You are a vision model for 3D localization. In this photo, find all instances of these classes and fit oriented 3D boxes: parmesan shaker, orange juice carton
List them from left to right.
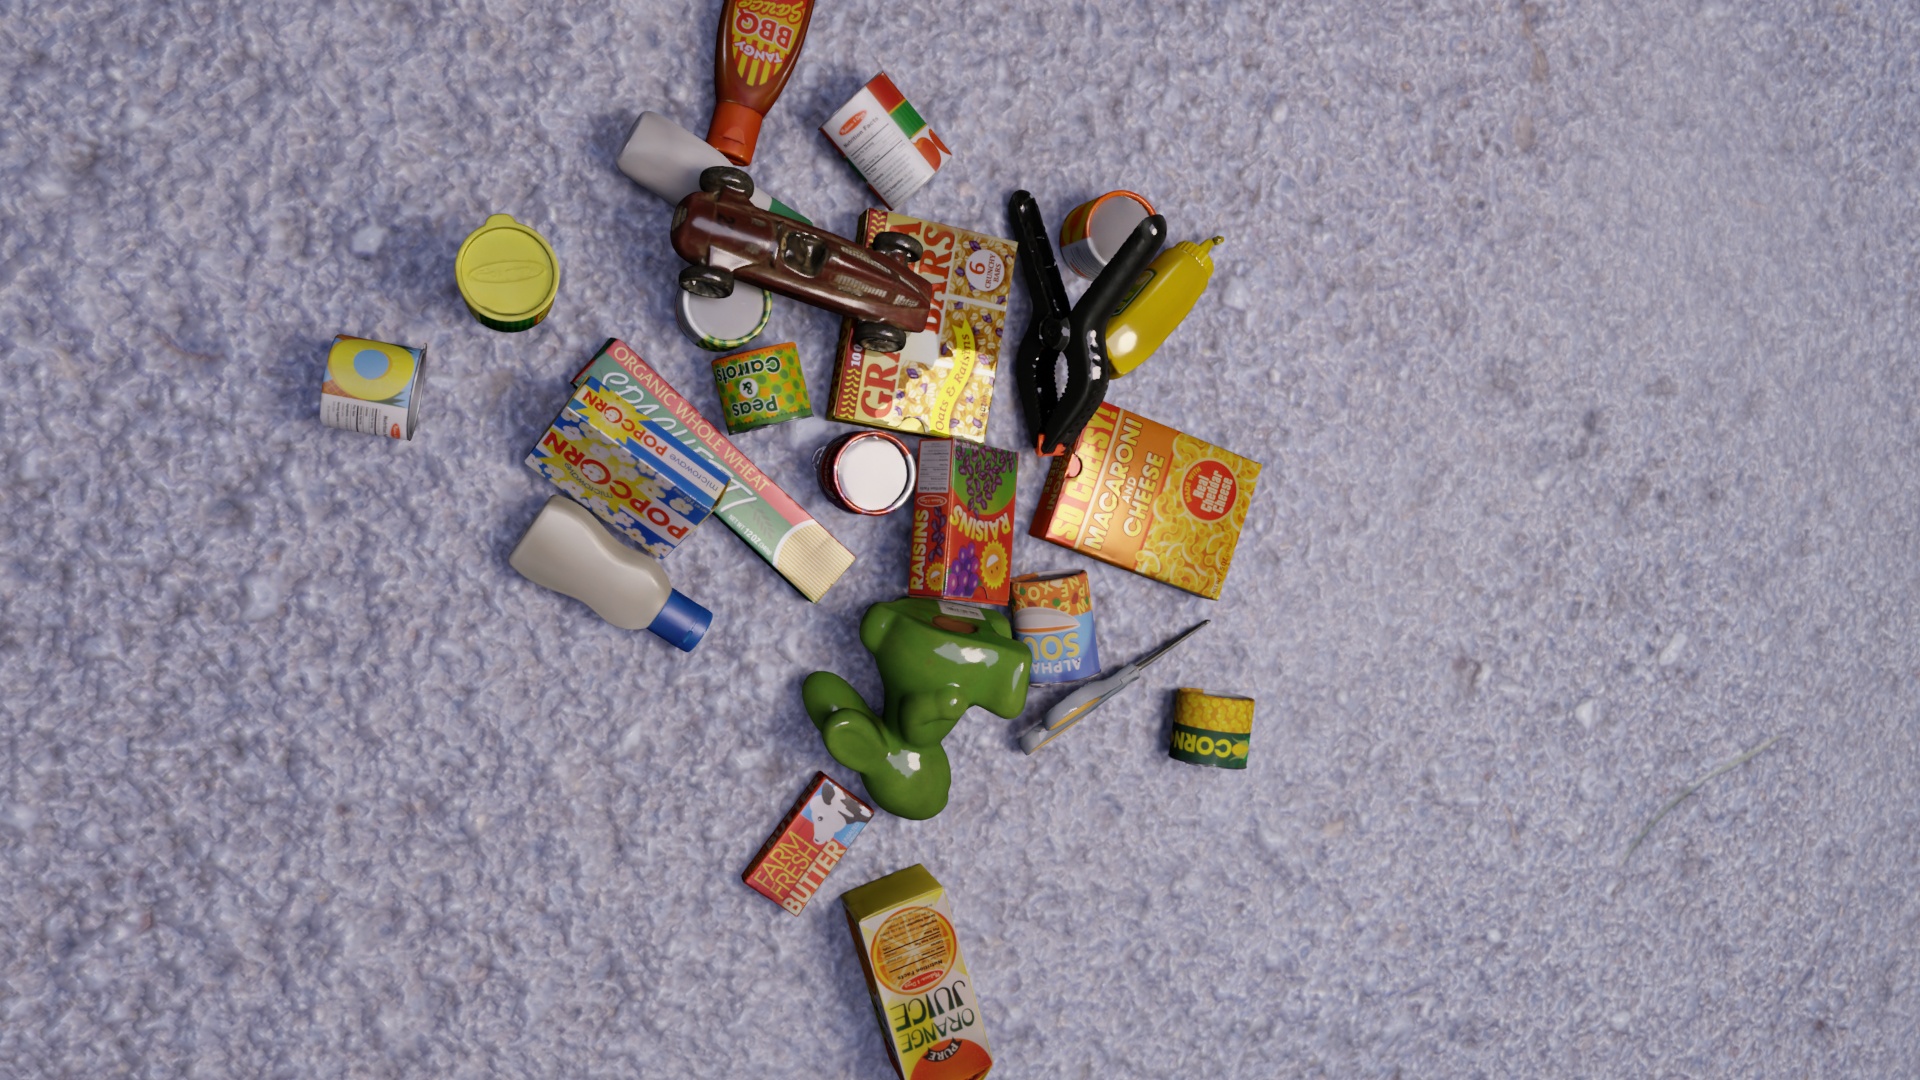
[{"bbox_3d":[-0.315,-0.184,0.969,0.071,0.103,0.071,-1,94,-17],"label":"parmesan shaker"},{"bbox_3d":[-0.029,0.365,1.099,0.073,0.072,0.192,-18,97,-15],"label":"orange juice carton"}]

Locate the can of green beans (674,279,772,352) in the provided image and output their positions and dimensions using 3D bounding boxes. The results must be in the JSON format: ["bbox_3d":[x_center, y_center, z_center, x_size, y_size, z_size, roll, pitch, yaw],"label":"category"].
[{"bbox_3d":[-0.177,-0.176,1.035,0.071,0.058,0.071,-1,93,-17],"label":"can of green beans"}]

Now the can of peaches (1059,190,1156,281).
[{"bbox_3d":[0.122,-0.248,1.124,0.071,0.058,0.071,-1,93,-17],"label":"can of peaches"}]

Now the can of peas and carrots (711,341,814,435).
[{"bbox_3d":[-0.149,-0.113,1.040,0.071,0.071,0.058,-15,97,-16],"label":"can of peas and carrots"}]

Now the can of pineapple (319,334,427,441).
[{"bbox_3d":[-0.407,-0.108,0.965,0.058,0.071,0.071,10,90,-17],"label":"can of pineapple"}]

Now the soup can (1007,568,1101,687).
[{"bbox_3d":[0.074,0.070,1.118,0.071,0.071,0.083,-10,95,-16],"label":"soup can"}]

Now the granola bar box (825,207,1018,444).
[{"bbox_3d":[-0.030,-0.166,1.091,0.124,0.039,0.165,9,90,-17],"label":"granola bar box"}]

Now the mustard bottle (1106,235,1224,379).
[{"bbox_3d":[0.162,-0.200,1.138,0.161,0.065,0.048,-47,110,-16],"label":"mustard bottle"}]

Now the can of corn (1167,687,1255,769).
[{"bbox_3d":[0.210,0.157,1.164,0.071,0.071,0.058,8,90,-17],"label":"can of corn"}]

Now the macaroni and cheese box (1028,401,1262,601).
[{"bbox_3d":[0.155,-0.034,1.153,0.166,0.040,0.123,20,86,-17],"label":"macaroni and cheese box"}]

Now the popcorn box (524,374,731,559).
[{"bbox_3d":[-0.241,-0.051,1.006,0.126,0.085,0.038,38,47,-15],"label":"popcorn box"}]

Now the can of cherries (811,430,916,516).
[{"bbox_3d":[-0.076,-0.052,1.072,0.071,0.058,0.071,-1,93,-17],"label":"can of cherries"}]

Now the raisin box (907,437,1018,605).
[{"bbox_3d":[0.004,-0.014,1.083,0.086,0.040,0.123,9,84,-52],"label":"raisin box"}]

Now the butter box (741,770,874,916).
[{"bbox_3d":[-0.120,0.238,1.090,0.053,0.024,0.103,40,81,-16],"label":"butter box"}]

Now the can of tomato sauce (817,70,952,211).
[{"bbox_3d":[-0.056,-0.306,1.064,0.071,0.071,0.083,-45,104,-10],"label":"can of tomato sauce"}]

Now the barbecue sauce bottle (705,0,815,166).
[{"bbox_3d":[-0.156,-0.357,1.041,0.065,0.043,0.148,16,88,-18],"label":"barbecue sauce bottle"}]

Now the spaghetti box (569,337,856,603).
[{"bbox_3d":[-0.186,-0.051,1.054,0.250,0.028,0.050,44,80,-15],"label":"spaghetti box"}]

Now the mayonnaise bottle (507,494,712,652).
[{"bbox_3d":[-0.255,0.030,1.028,0.148,0.041,0.064,35,104,-17],"label":"mayonnaise bottle"}]

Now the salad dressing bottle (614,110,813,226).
[{"bbox_3d":[-0.181,-0.259,1.032,0.147,0.064,0.044,29,65,-24],"label":"salad dressing bottle"}]
